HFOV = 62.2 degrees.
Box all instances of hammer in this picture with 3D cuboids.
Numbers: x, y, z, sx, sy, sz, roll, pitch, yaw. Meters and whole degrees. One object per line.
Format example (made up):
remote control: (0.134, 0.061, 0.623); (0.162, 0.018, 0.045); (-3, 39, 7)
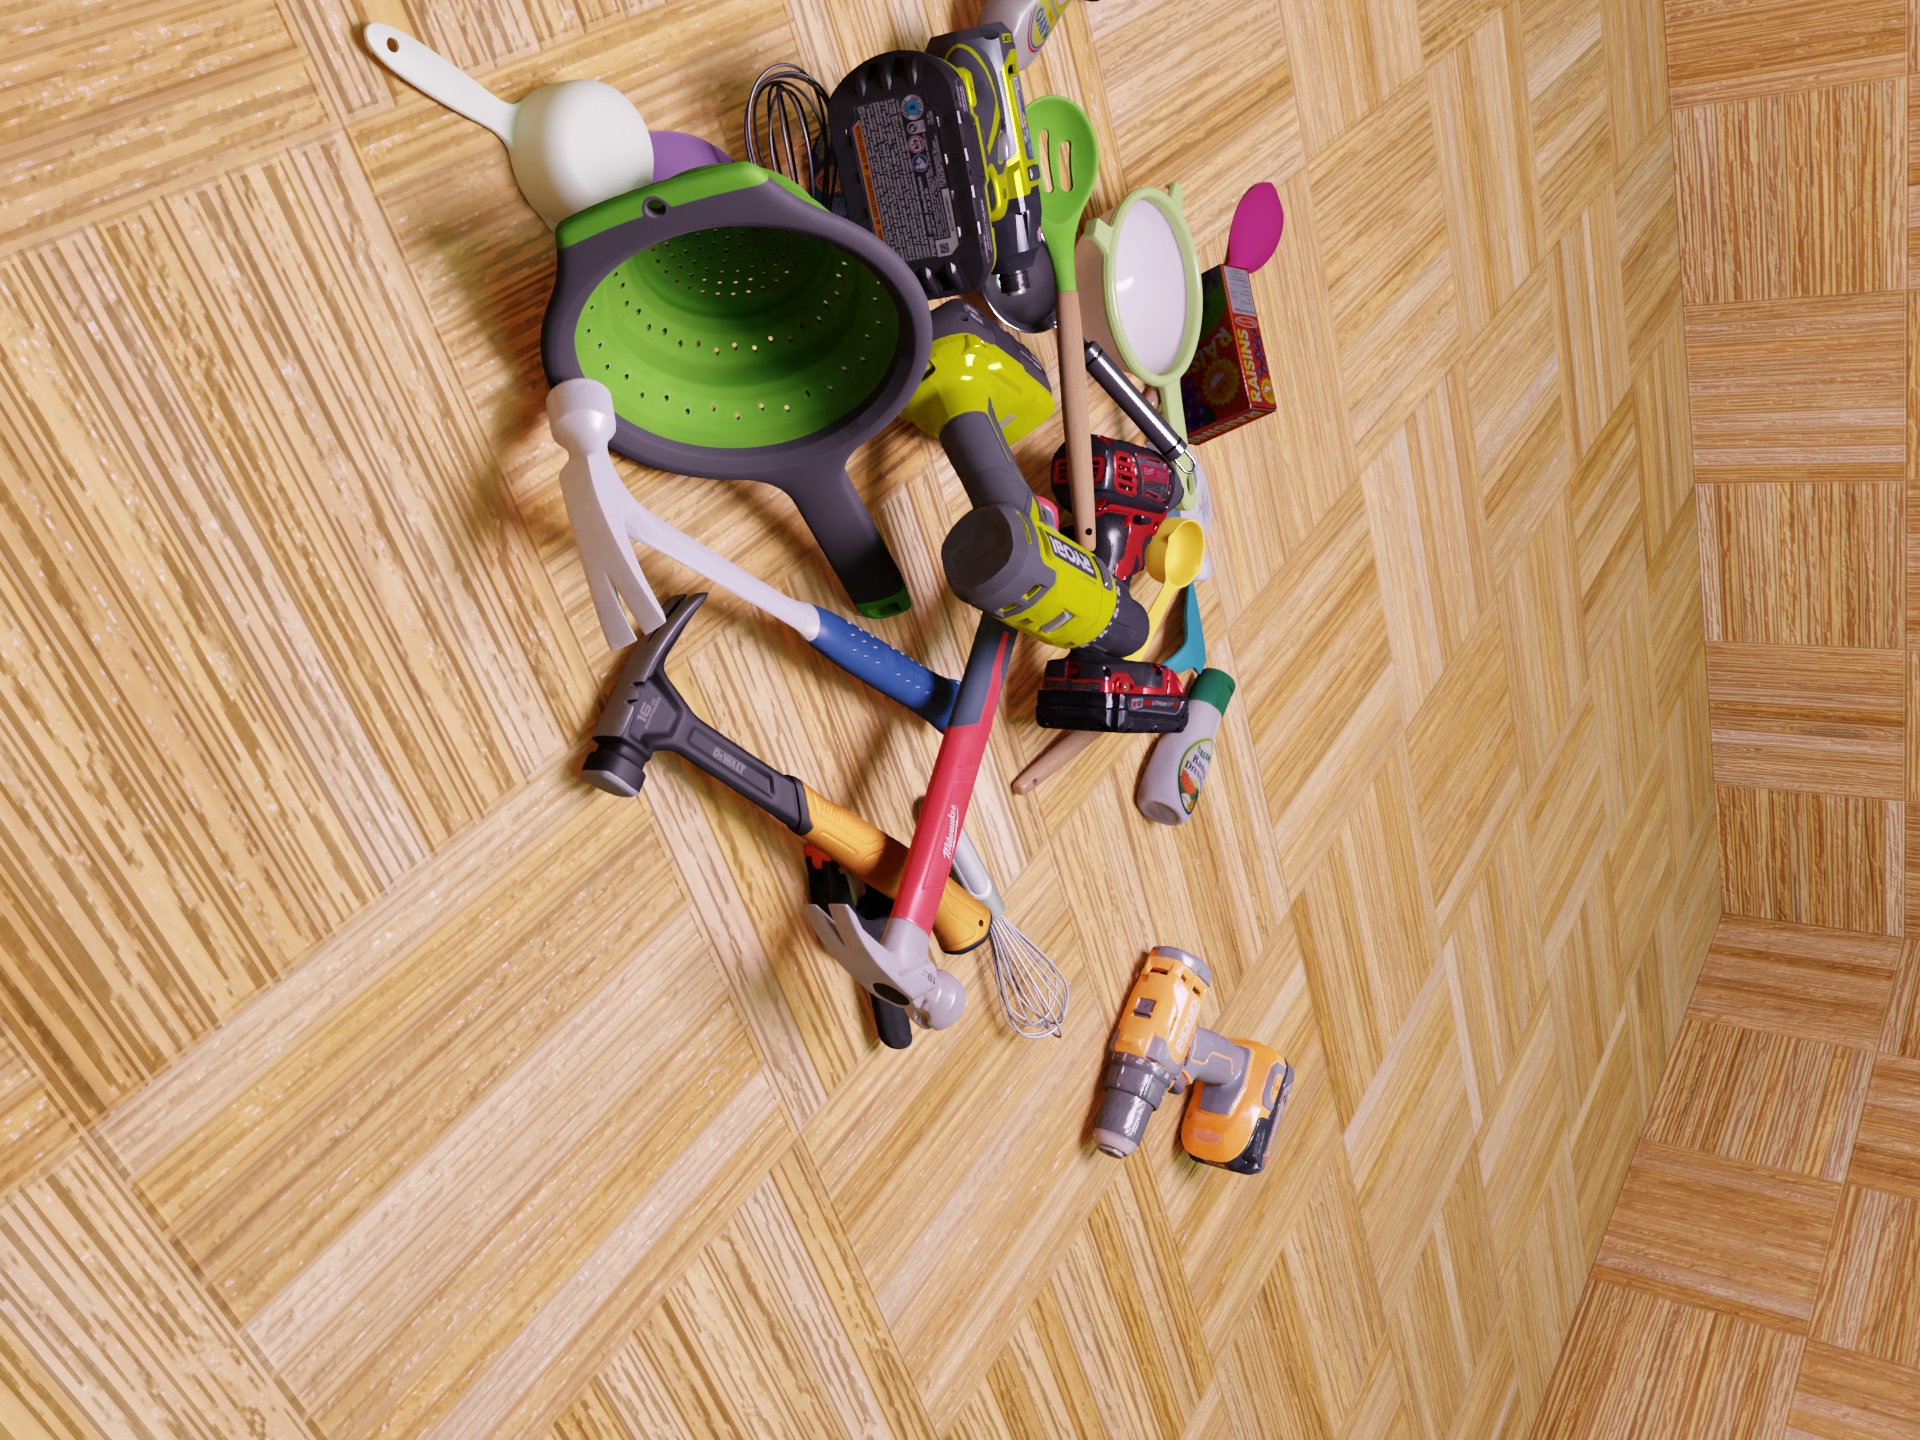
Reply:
hammer: (-0.098, -0.057, 0.959); (0.405, 0.035, 0.144); (30, 39, -58)
hammer: (-0.002, -0.003, 1.045); (0.143, 0.038, 0.387); (50, 46, -44)
hammer: (-0.086, 0.057, 1.000); (0.336, 0.034, 0.127); (40, 61, -39)
hammer: (0.112, -0.145, 1.277); (0.331, 0.033, 0.128); (-24, 114, -49)

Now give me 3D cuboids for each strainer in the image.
strainer: (0.087, -0.273, 1.165); (0.258, 0.050, 0.087); (45, 64, -16)
strainer: (0.138, -0.288, 1.263); (0.151, 0.069, 0.256); (-40, 125, -46)

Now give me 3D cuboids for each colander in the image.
colander: (-0.101, -0.192, 0.928); (0.396, 0.204, 0.095); (61, 16, -59)

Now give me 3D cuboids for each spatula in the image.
spatula: (0.135, -0.021, 1.334); (0.317, 0.044, 0.082); (-37, 123, -39)
spatula: (-0.086, -0.288, 1.008); (0.315, 0.018, 0.060); (15, 87, -52)

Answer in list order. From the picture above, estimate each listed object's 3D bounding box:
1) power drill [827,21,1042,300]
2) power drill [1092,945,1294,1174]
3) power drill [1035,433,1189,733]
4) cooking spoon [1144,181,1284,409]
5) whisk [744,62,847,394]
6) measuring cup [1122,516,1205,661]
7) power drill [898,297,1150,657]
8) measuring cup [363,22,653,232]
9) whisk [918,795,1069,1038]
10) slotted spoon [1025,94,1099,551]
power drill: (0.000, -0.339, 0.992); (0.223, 0.080, 0.171); (-56, 137, -61)
power drill: (0.203, 0.331, 1.422); (0.226, 0.084, 0.185); (47, 58, -40)
power drill: (0.124, -0.101, 1.213); (0.143, 0.078, 0.219); (0, 93, -53)
cooking spoon: (0.229, -0.377, 1.415); (0.319, 0.017, 0.068); (-58, 133, -31)
whisk: (-0.090, -0.272, 0.964); (0.055, 0.055, 0.238); (-44, 140, -41)
measuring cup: (0.151, -0.095, 1.298); (0.062, 0.029, 0.156); (35, 81, -50)
power drill: (0.040, -0.148, 1.047); (0.190, 0.080, 0.229); (21, 43, -52)
measuring cup: (-0.222, -0.308, 0.807); (0.167, 0.038, 0.083); (18, 80, -55)
whisk: (0.025, 0.150, 1.190); (0.058, 0.059, 0.246); (-34, 121, -13)
slotted spoon: (0.075, -0.276, 1.124); (0.070, 0.031, 0.313); (-7, 97, -17)
